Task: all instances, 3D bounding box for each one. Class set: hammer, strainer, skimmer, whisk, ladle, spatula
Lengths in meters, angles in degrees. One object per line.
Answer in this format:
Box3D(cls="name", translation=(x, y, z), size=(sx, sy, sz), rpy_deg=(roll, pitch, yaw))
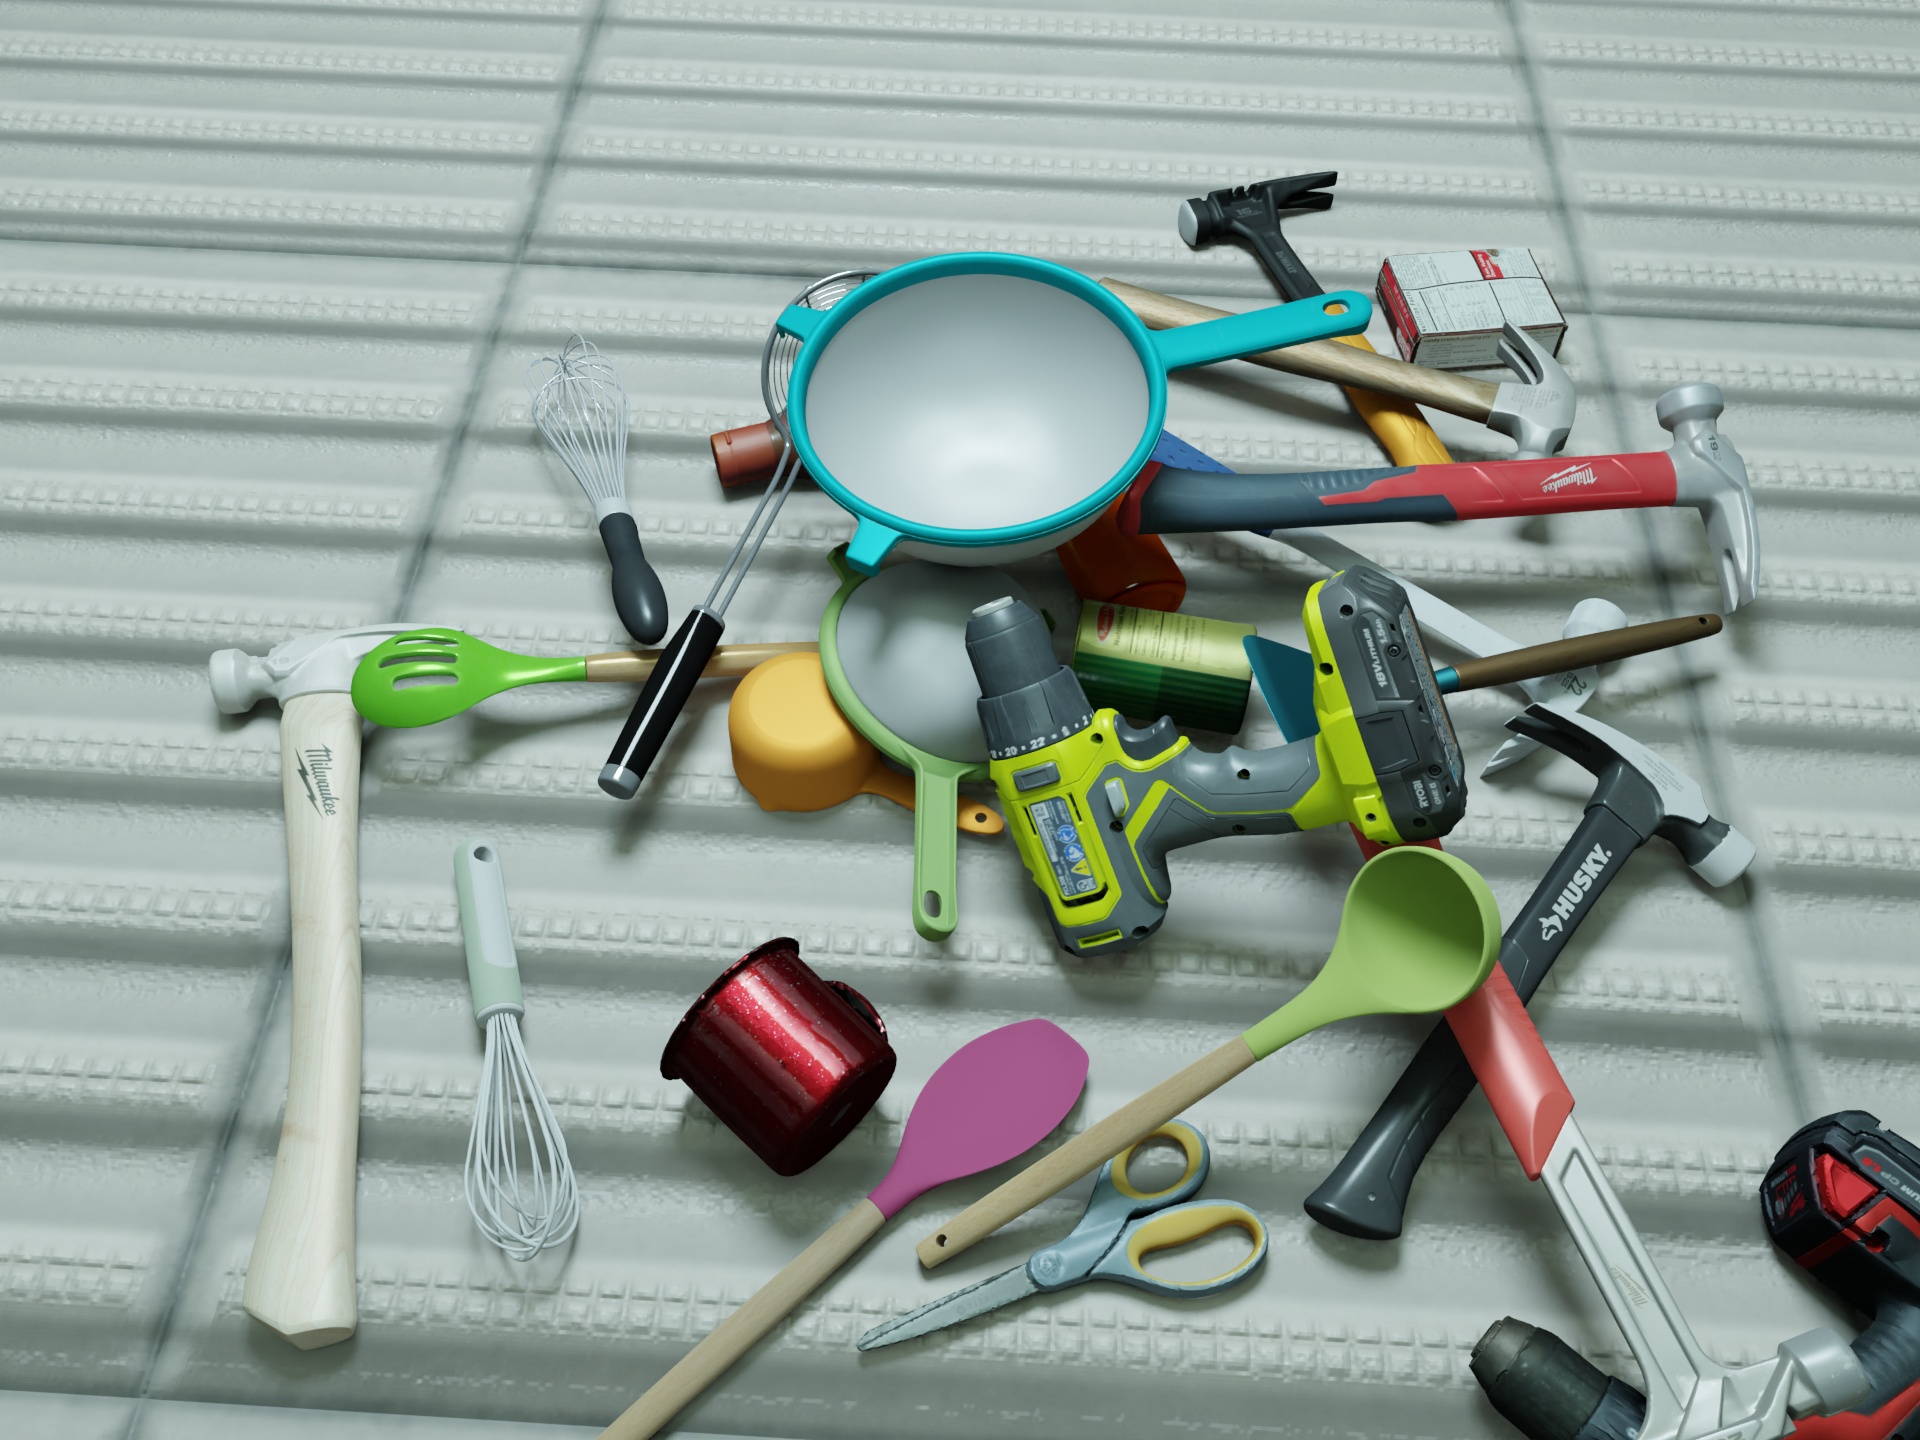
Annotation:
Box3D(cls="hammer", translation=(0.205, -0.114, 0.989), size=(0.405, 0.035, 0.144), rpy_deg=(33, 61, 12))
Box3D(cls="strainer", translation=(0.072, -0.178, 0.924), size=(0.340, 0.095, 0.211), rpy_deg=(-14, 60, -7))
Box3D(cls="hammer", translation=(0.282, 0.132, 0.831), size=(0.146, 0.035, 0.335), rpy_deg=(42, 66, 6))
Box3D(cls="hammer", translation=(0.246, -0.246, 1.074), size=(0.331, 0.031, 0.130), rpy_deg=(19, 58, 14))
Box3D(cls="hammer", translation=(-0.328, 0.117, 0.845), size=(0.146, 0.038, 0.411), rpy_deg=(-9, 56, -9))
Box3D(cls="hammer", translation=(0.287, -0.122, 0.955), size=(0.386, 0.038, 0.143), rpy_deg=(-4, 76, -6))
Box3D(cls="hammer", translation=(0.252, 0.168, 0.750), size=(0.149, 0.036, 0.359), rpy_deg=(-21, 53, 2))
Box3D(cls="strainer", translation=(-0.001, -0.003, 0.879), size=(0.151, 0.069, 0.257), rpy_deg=(17, 49, -20))
Box3D(cls="skimmer", translation=(-0.108, -0.113, 0.935), size=(0.127, 0.090, 0.363), rpy_deg=(41, 56, -28))
Box3D(cls="whisk", translation=(-0.234, 0.158, 0.812), size=(0.057, 0.059, 0.247), rpy_deg=(15, 39, -39))
Box3D(cls="ladle", translation=(0.111, 0.166, 0.749), size=(0.320, 0.062, 0.078), rpy_deg=(-33, 58, 2))
Box3D(cls="spatula", translation=(0.308, -0.032, 0.907), size=(0.317, 0.044, 0.082), rpy_deg=(-12, 63, -16))
Box3D(cls="hammer", translation=(0.276, -0.273, 1.132), size=(0.127, 0.034, 0.337), rpy_deg=(-15, 56, -10))
Box3D(cls="whisk", translation=(-0.224, -0.149, 1.002), size=(0.070, 0.070, 0.285), rpy_deg=(-16, 51, -12))

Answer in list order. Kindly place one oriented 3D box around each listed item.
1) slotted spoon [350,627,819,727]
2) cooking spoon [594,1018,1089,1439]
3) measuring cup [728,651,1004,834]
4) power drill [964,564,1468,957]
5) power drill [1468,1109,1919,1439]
Box3D(cls="slotted spoon", translation=(-0.194, -0.034, 0.936), size=(0.313, 0.031, 0.070), rpy_deg=(-4, 54, -15))
Box3D(cls="cooking spoon", translation=(-0.060, 0.252, 0.763), size=(0.319, 0.017, 0.069), rpy_deg=(-37, 51, -24))
Box3D(cls="measuring cup", translation=(-0.053, 0.018, 0.908), size=(0.174, 0.052, 0.095), rpy_deg=(22, 57, 16))
Box3D(cls="power drill", translation=(0.120, 0.005, 0.805), size=(0.228, 0.190, 0.080), rpy_deg=(-18, 8, 23))
Box3D(cls="power drill", translation=(0.360, 0.283, 0.716), size=(0.188, 0.080, 0.227), rpy_deg=(38, 65, 23))
